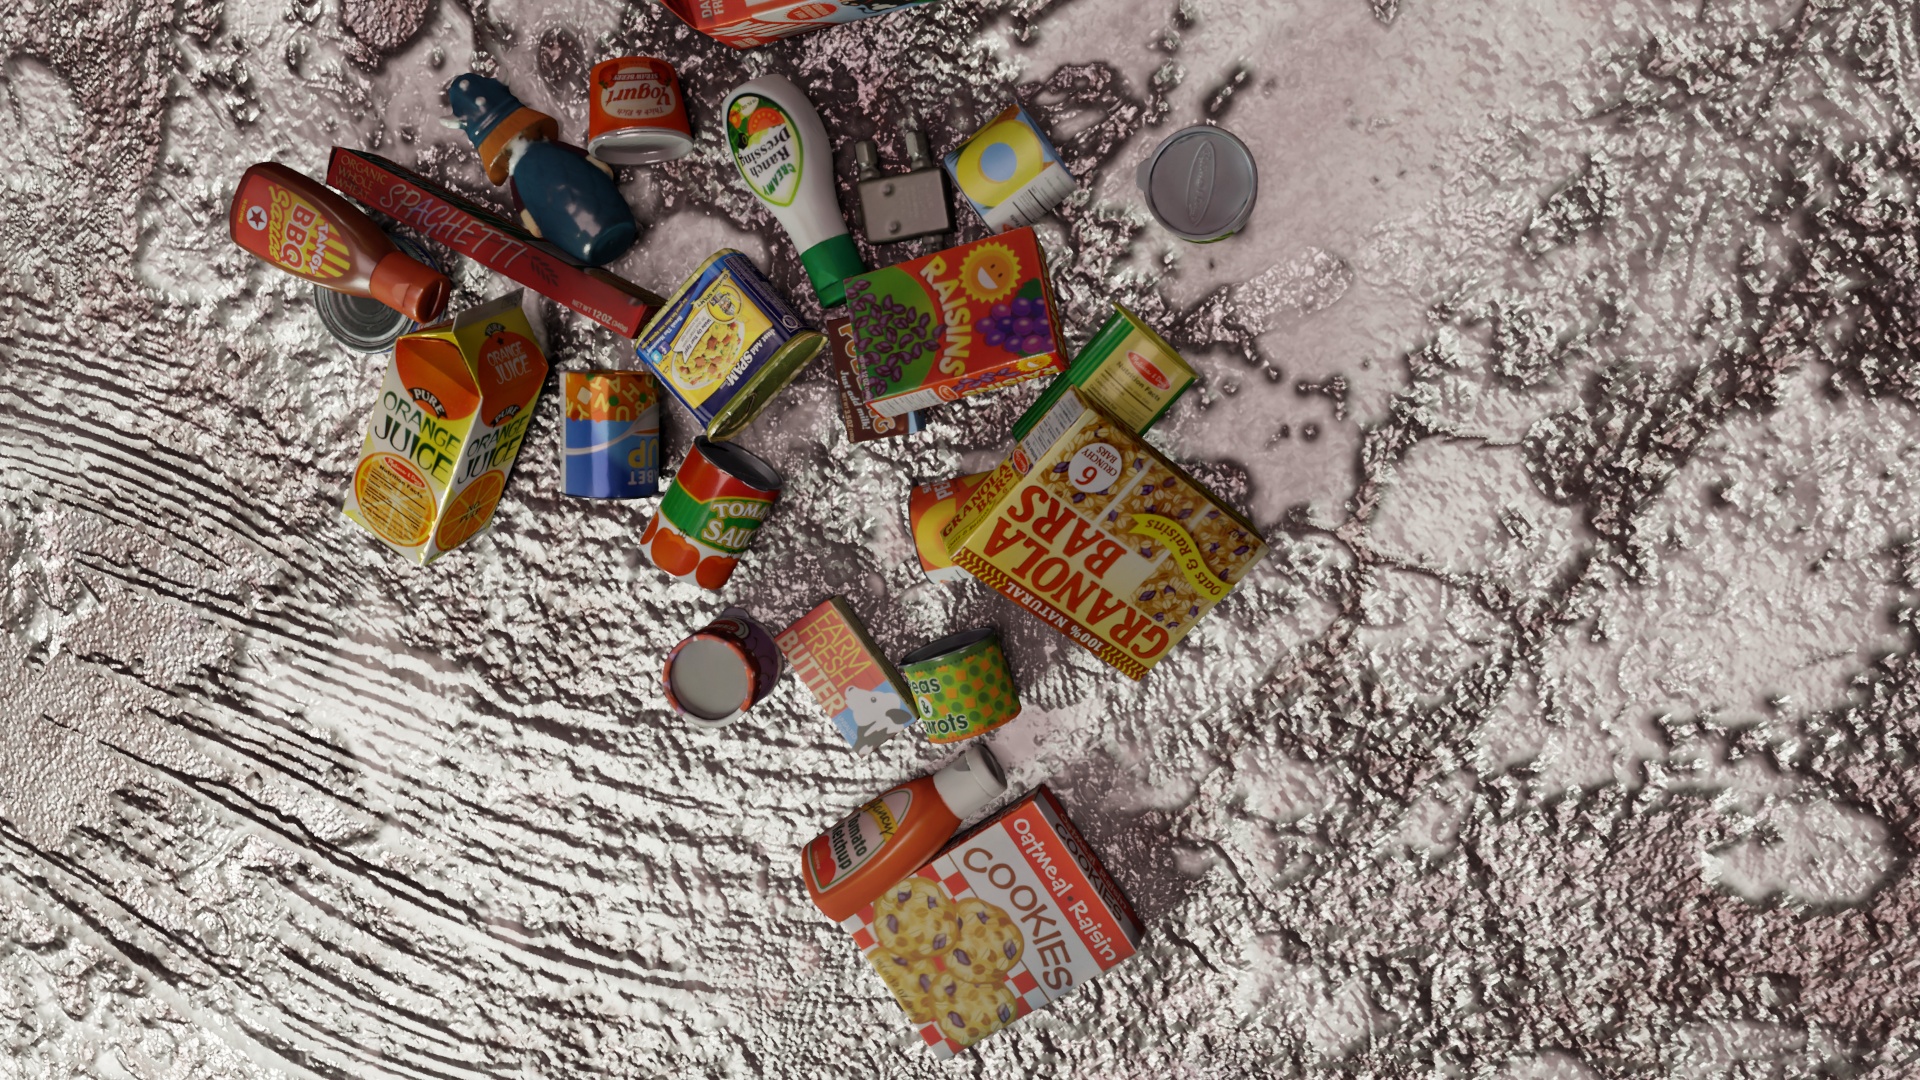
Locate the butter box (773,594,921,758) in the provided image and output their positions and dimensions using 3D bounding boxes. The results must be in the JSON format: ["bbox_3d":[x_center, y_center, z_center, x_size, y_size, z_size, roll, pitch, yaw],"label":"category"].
[{"bbox_3d":[-0.076,0.092,0.951,0.053,0.024,0.103,-37,90,14],"label":"butter box"}]

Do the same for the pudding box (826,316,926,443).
[{"bbox_3d":[-0.054,-0.108,0.912,0.049,0.030,0.083,-8,97,12],"label":"pudding box"}]

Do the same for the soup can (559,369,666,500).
[{"bbox_3d":[-0.234,-0.072,0.939,0.071,0.071,0.083,4,99,12],"label":"soup can"}]

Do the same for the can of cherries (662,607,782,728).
[{"bbox_3d":[-0.164,0.086,0.951,0.071,0.058,0.071,2,100,12],"label":"can of cherries"}]

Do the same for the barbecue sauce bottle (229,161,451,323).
[{"bbox_3d":[-0.415,-0.195,0.933,0.148,0.044,0.064,29,111,6],"label":"barbecue sauce bottle"}]

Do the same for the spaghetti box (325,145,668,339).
[{"bbox_3d":[-0.314,-0.202,0.944,0.250,0.050,0.028,27,103,7],"label":"spaghetti box"}]

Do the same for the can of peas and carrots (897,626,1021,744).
[{"bbox_3d":[-0.001,0.096,0.911,0.071,0.071,0.058,-18,95,14],"label":"can of peas and carrots"}]

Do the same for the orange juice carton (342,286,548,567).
[{"bbox_3d":[-0.342,-0.083,0.933,0.073,0.072,0.191,34,120,5],"label":"orange juice carton"}]

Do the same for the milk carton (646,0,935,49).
[{"bbox_3d":[-0.109,-0.359,0.864,0.190,0.072,0.073,-9,97,14],"label":"milk carton"}]

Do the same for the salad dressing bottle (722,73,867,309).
[{"bbox_3d":[-0.103,-0.224,0.897,0.064,0.044,0.147,-23,93,31],"label":"salad dressing bottle"}]

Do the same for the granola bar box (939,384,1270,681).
[{"bbox_3d":[0.089,-0.001,0.852,0.165,0.039,0.124,34,107,-28],"label":"granola bar box"}]

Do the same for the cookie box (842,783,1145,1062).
[{"bbox_3d":[0.022,0.261,0.948,0.167,0.040,0.123,-34,90,16],"label":"cookie box"}]

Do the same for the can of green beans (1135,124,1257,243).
[{"bbox_3d":[0.146,-0.213,0.838,0.071,0.058,0.071,2,99,12],"label":"can of green beans"}]

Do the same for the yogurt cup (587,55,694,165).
[{"bbox_3d":[-0.210,-0.280,0.904,0.072,0.072,0.054,-7,89,13],"label":"yogurt cup"}]

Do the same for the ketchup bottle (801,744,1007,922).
[{"bbox_3d":[-0.037,0.194,0.941,0.148,0.065,0.043,-35,124,8],"label":"ketchup bottle"}]

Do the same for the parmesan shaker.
[{"bbox_3d":[0.087,-0.088,0.866,0.071,0.071,0.103,44,105,3],"label":"parmesan shaker"}]

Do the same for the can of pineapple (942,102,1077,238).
[{"bbox_3d":[0.030,-0.228,0.857,0.058,0.071,0.071,-35,90,15],"label":"can of pineapple"}]

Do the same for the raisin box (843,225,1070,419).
[{"bbox_3d":[-0.003,-0.132,0.853,0.123,0.040,0.086,-14,75,13],"label":"raisin box"}]

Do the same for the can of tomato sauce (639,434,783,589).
[{"bbox_3d":[-0.166,-0.017,0.931,0.071,0.071,0.083,33,105,6],"label":"can of tomato sauce"}]

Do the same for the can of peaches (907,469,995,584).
[{"bbox_3d":[0.003,-0.011,0.896,0.058,0.071,0.071,-11,96,14],"label":"can of peaches"}]
